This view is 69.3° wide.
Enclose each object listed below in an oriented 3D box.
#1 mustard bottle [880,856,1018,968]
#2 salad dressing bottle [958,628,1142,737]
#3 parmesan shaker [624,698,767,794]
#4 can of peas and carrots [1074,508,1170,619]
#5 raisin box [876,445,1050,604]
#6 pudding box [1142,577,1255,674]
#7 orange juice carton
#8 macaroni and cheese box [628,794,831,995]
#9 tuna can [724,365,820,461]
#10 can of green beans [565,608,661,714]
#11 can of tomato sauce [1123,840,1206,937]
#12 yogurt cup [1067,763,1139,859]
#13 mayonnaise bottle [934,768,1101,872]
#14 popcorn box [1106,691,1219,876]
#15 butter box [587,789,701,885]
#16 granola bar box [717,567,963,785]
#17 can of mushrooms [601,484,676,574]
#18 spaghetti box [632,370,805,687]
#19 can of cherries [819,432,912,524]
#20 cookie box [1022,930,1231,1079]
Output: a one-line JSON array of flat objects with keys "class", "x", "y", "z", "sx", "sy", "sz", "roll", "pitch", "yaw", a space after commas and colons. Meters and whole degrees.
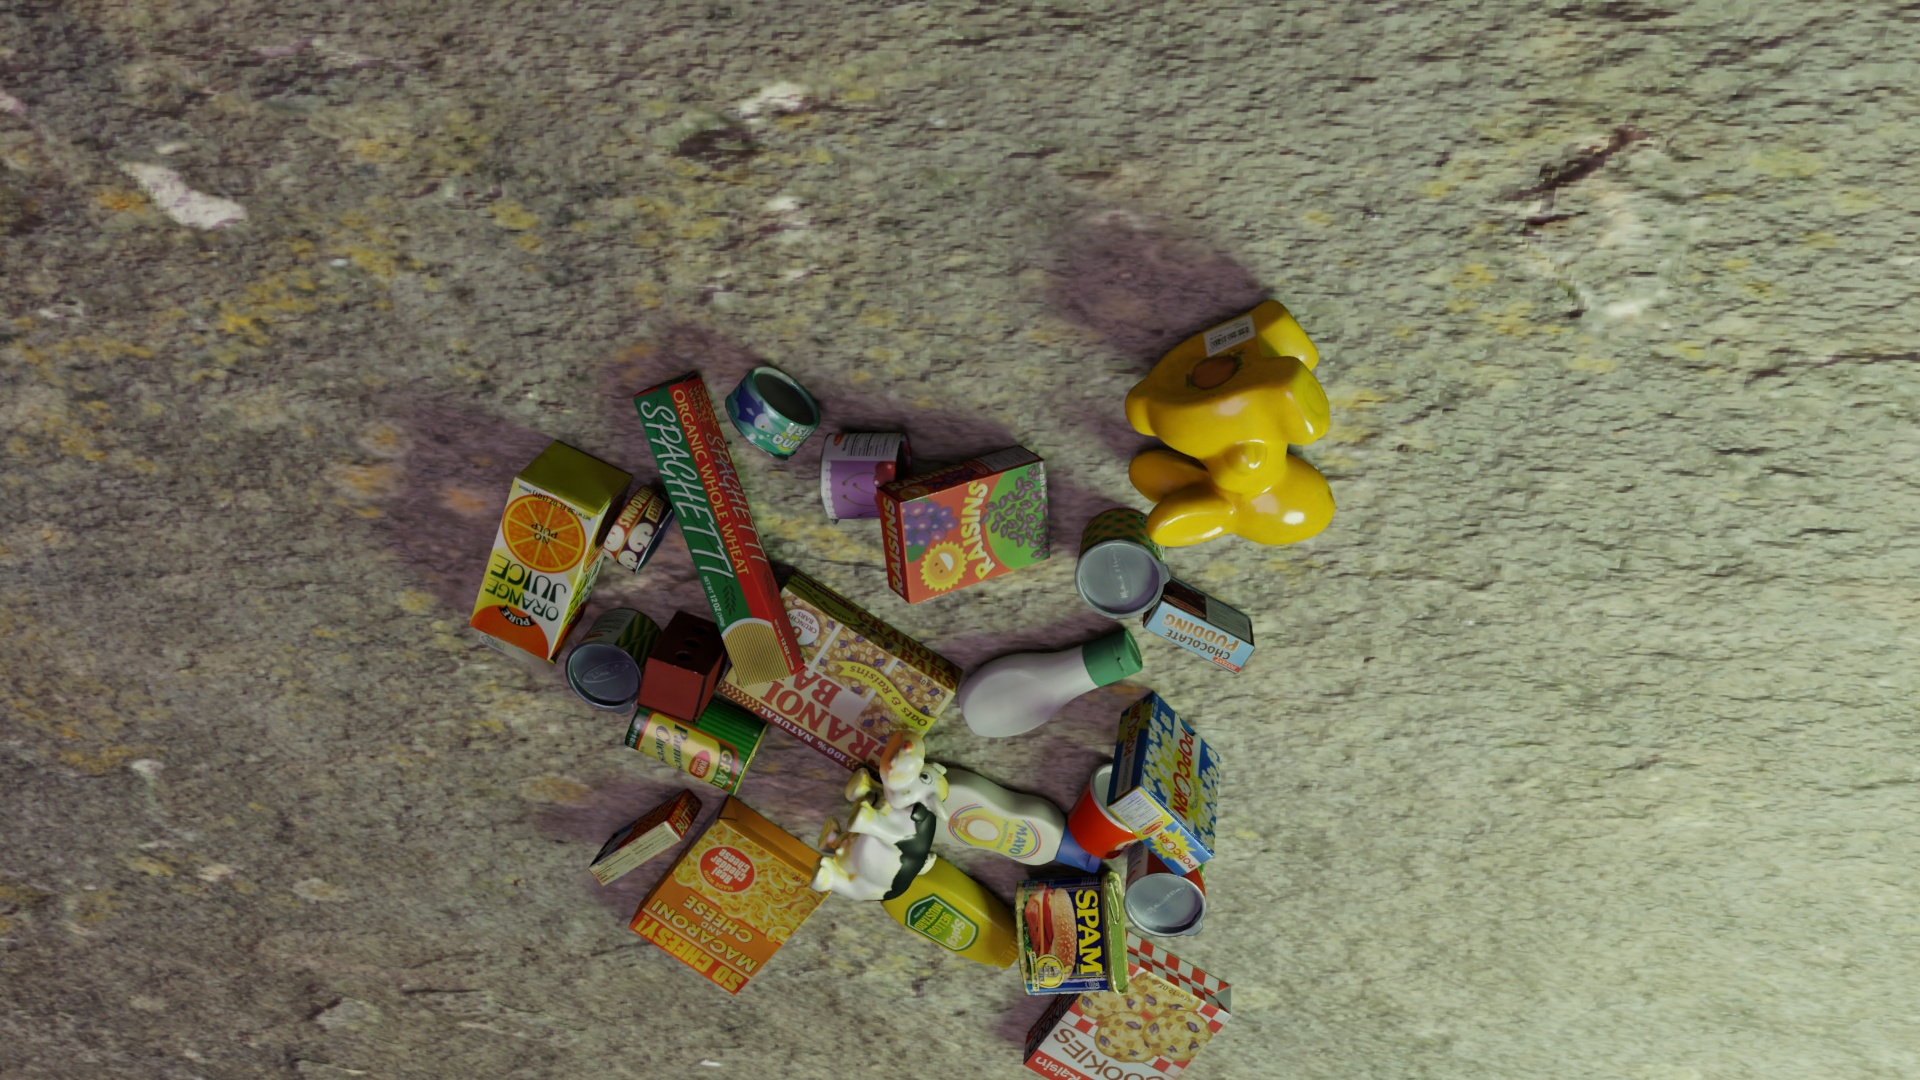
[{"class": "mustard bottle", "x": 0.008, "y": 0.338, "z": 1.233, "sx": 0.160, "sy": 0.049, "sz": 0.065, "roll": 33, "pitch": 118, "yaw": -6}, {"class": "salad dressing bottle", "x": 0.073, "y": 0.113, "z": 1.116, "sx": 0.147, "sy": 0.044, "sz": 0.064, "roll": -22, "pitch": 108, "yaw": 18}, {"class": "parmesan shaker", "x": -0.226, "y": 0.167, "z": 1.182, "sx": 0.103, "sy": 0.071, "sz": 0.071, "roll": 24, "pitch": 118, "yaw": -2}, {"class": "can of peas and carrots", "x": 0.124, "y": 0.016, "z": 1.050, "sx": 0.071, "sy": 0.059, "sz": 0.070, "roll": 4, "pitch": 116, "yaw": 8}, {"class": "raisin box", "x": 0.004, "y": -0.013, "z": 1.032, "sx": 0.124, "sy": 0.040, "sz": 0.085, "roll": -18, "pitch": 119, "yaw": -25}, {"class": "pudding box", "x": 0.183, "y": 0.063, "z": 1.068, "sx": 0.084, "sy": 0.050, "sz": 0.030, "roll": 27, "pitch": 116, "yaw": -4}, {"class": "orange juice carton", "x": -0.338, "y": 0.024, "z": 1.128, "sx": 0.072, "sy": 0.073, "sz": 0.191, "roll": 25, "pitch": 118, "yaw": -3}, {"class": "macaroni and cheese box", "x": -0.208, "y": 0.326, "z": 1.271, "sx": 0.123, "sy": 0.040, "sz": 0.165, "roll": 36, "pitch": 116, "yaw": -8}, {"class": "tuna can", "x": -0.138, "y": -0.095, "z": 1.036, "sx": 0.071, "sy": 0.071, "sz": 0.032, "roll": 40, "pitch": 116, "yaw": -10}, {"class": "can of green beans", "x": -0.288, "y": 0.099, "z": 1.164, "sx": 0.071, "sy": 0.058, "sz": 0.071, "roll": 4, "pitch": 116, "yaw": 8}, {"class": "can of tomato sauce", "x": 0.173, "y": 0.277, "z": 1.155, "sx": 0.071, "sy": 0.083, "sz": 0.071, "roll": 4, "pitch": 117, "yaw": 8}, {"class": "yogurt cup", "x": 0.125, "y": 0.227, "z": 1.151, "sx": 0.072, "sy": 0.073, "sz": 0.053, "roll": 30, "pitch": 125, "yaw": -5}, {"class": "mayonnaise bottle", "x": 0.049, "y": 0.244, "z": 1.184, "sx": 0.148, "sy": 0.041, "sz": 0.064, "roll": 17, "pitch": 115, "yaw": 2}, {"class": "popcorn box", "x": 0.161, "y": 0.189, "z": 1.090, "sx": 0.085, "sy": 0.127, "sz": 0.038, "roll": 44, "pitch": 118, "yaw": -12}, {"class": "butter box", "x": -0.283, "y": 0.267, "z": 1.248, "sx": 0.103, "sy": 0.053, "sz": 0.024, "roll": -33, "pitch": 104, "yaw": 22}, {"class": "granola bar box", "x": -0.101, "y": 0.117, "z": 1.150, "sx": 0.165, "sy": 0.039, "sz": 0.123, "roll": 32, "pitch": 117, "yaw": -6}, {"class": "can of mushrooms", "x": -0.252, "y": -0.010, "z": 1.099, "sx": 0.033, "sy": 0.071, "sz": 0.070, "roll": 32, "pitch": 117, "yaw": -4}, {"class": "spaghetti box", "x": -0.188, "y": -0.006, "z": 1.085, "sx": 0.050, "sy": 0.029, "sz": 0.249, "roll": -14, "pitch": 101, "yaw": 22}, {"class": "can of cherries", "x": -0.070, "y": -0.046, "z": 1.051, "sx": 0.058, "sy": 0.072, "sz": 0.071, "roll": 0, "pitch": 116, "yaw": 9}, {"class": "cookie box", "x": 0.150, "y": 0.443, "z": 1.264, "sx": 0.123, "sy": 0.040, "sz": 0.166, "roll": 29, "pitch": 117, "yaw": -5}]
